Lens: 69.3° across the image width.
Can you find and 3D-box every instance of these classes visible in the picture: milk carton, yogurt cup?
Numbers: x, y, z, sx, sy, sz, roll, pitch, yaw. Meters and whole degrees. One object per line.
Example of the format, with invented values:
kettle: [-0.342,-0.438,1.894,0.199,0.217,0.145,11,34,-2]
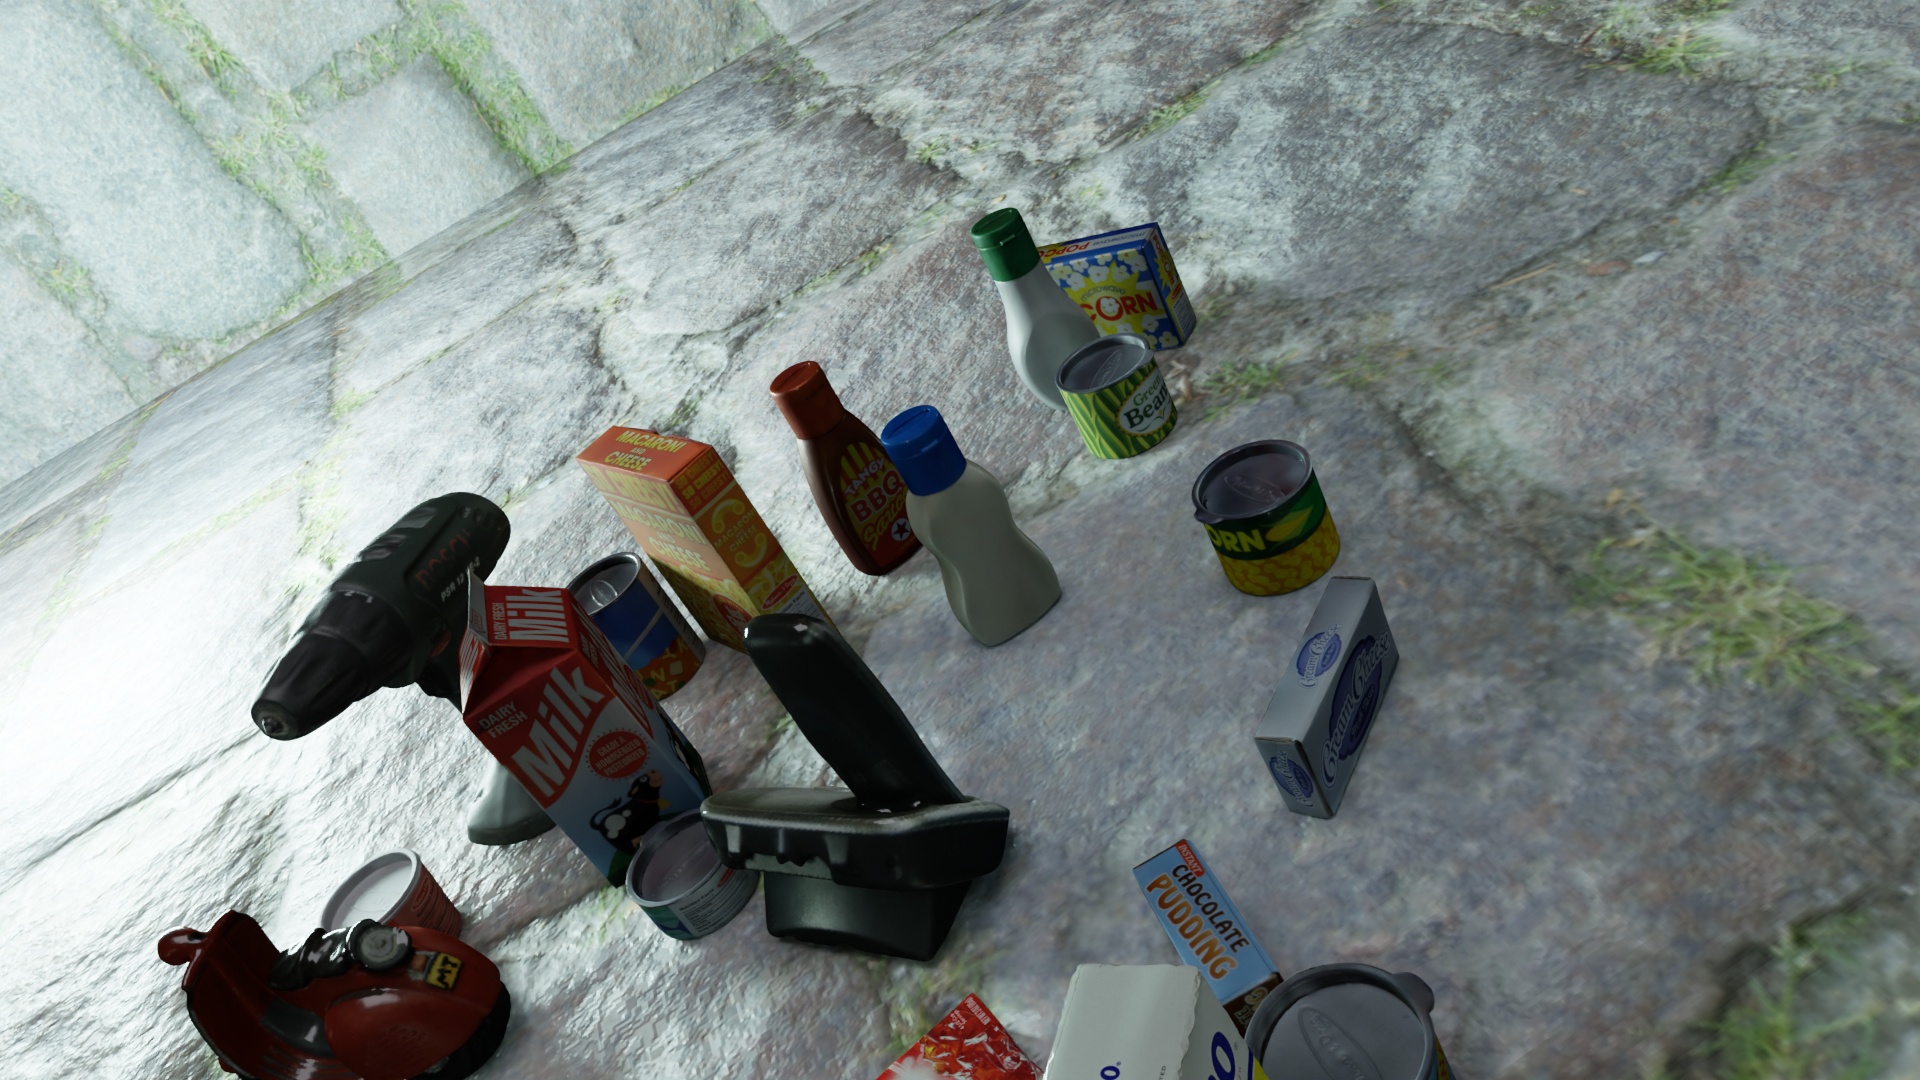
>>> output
milk carton: [-0.218,0.099,0.779,0.073,0.189,0.072,-32,32,-4]
yogurt cup: [-0.335,0.225,0.823,0.072,0.053,0.073,-21,33,14]

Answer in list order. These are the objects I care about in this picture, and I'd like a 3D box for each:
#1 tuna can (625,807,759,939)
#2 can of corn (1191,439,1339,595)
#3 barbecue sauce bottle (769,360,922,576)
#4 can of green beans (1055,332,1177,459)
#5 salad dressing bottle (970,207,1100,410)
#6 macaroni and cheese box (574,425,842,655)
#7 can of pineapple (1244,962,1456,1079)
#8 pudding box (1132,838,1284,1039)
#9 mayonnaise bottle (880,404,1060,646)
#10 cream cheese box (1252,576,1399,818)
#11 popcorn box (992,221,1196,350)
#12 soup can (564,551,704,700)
tuna can: [-0.146,0.180,0.757,0.071,0.032,0.071,-21,33,14]
can of corn: [0.165,-0.011,0.755,0.071,0.058,0.071,-21,33,14]
barbecue sauce bottle: [-0.075,-0.049,0.914,0.065,0.148,0.044,-44,34,-22]
can of green beans: [0.104,-0.096,0.925,0.071,0.057,0.071,-21,33,14]
salad dressing bottle: [0.054,-0.161,0.971,0.064,0.147,0.044,-31,31,-2]
macaroni and cheese box: [-0.160,0.005,0.888,0.124,0.166,0.040,13,51,48]
can of pineapple: [0.142,0.192,0.487,0.071,0.057,0.071,-21,33,14]
pudding box: [0.105,0.166,0.561,0.030,0.049,0.084,-30,32,-1]
mayonnaise bottle: [0.003,-0.010,0.798,0.065,0.147,0.041,-36,32,-10]
cream cheese box: [0.171,0.071,0.640,0.024,0.053,0.104,1,43,40]
popcorn box: [0.099,-0.178,1.019,0.126,0.085,0.038,-4,40,34]
soup can: [-0.224,0.061,0.938,0.071,0.083,0.072,-21,33,14]
